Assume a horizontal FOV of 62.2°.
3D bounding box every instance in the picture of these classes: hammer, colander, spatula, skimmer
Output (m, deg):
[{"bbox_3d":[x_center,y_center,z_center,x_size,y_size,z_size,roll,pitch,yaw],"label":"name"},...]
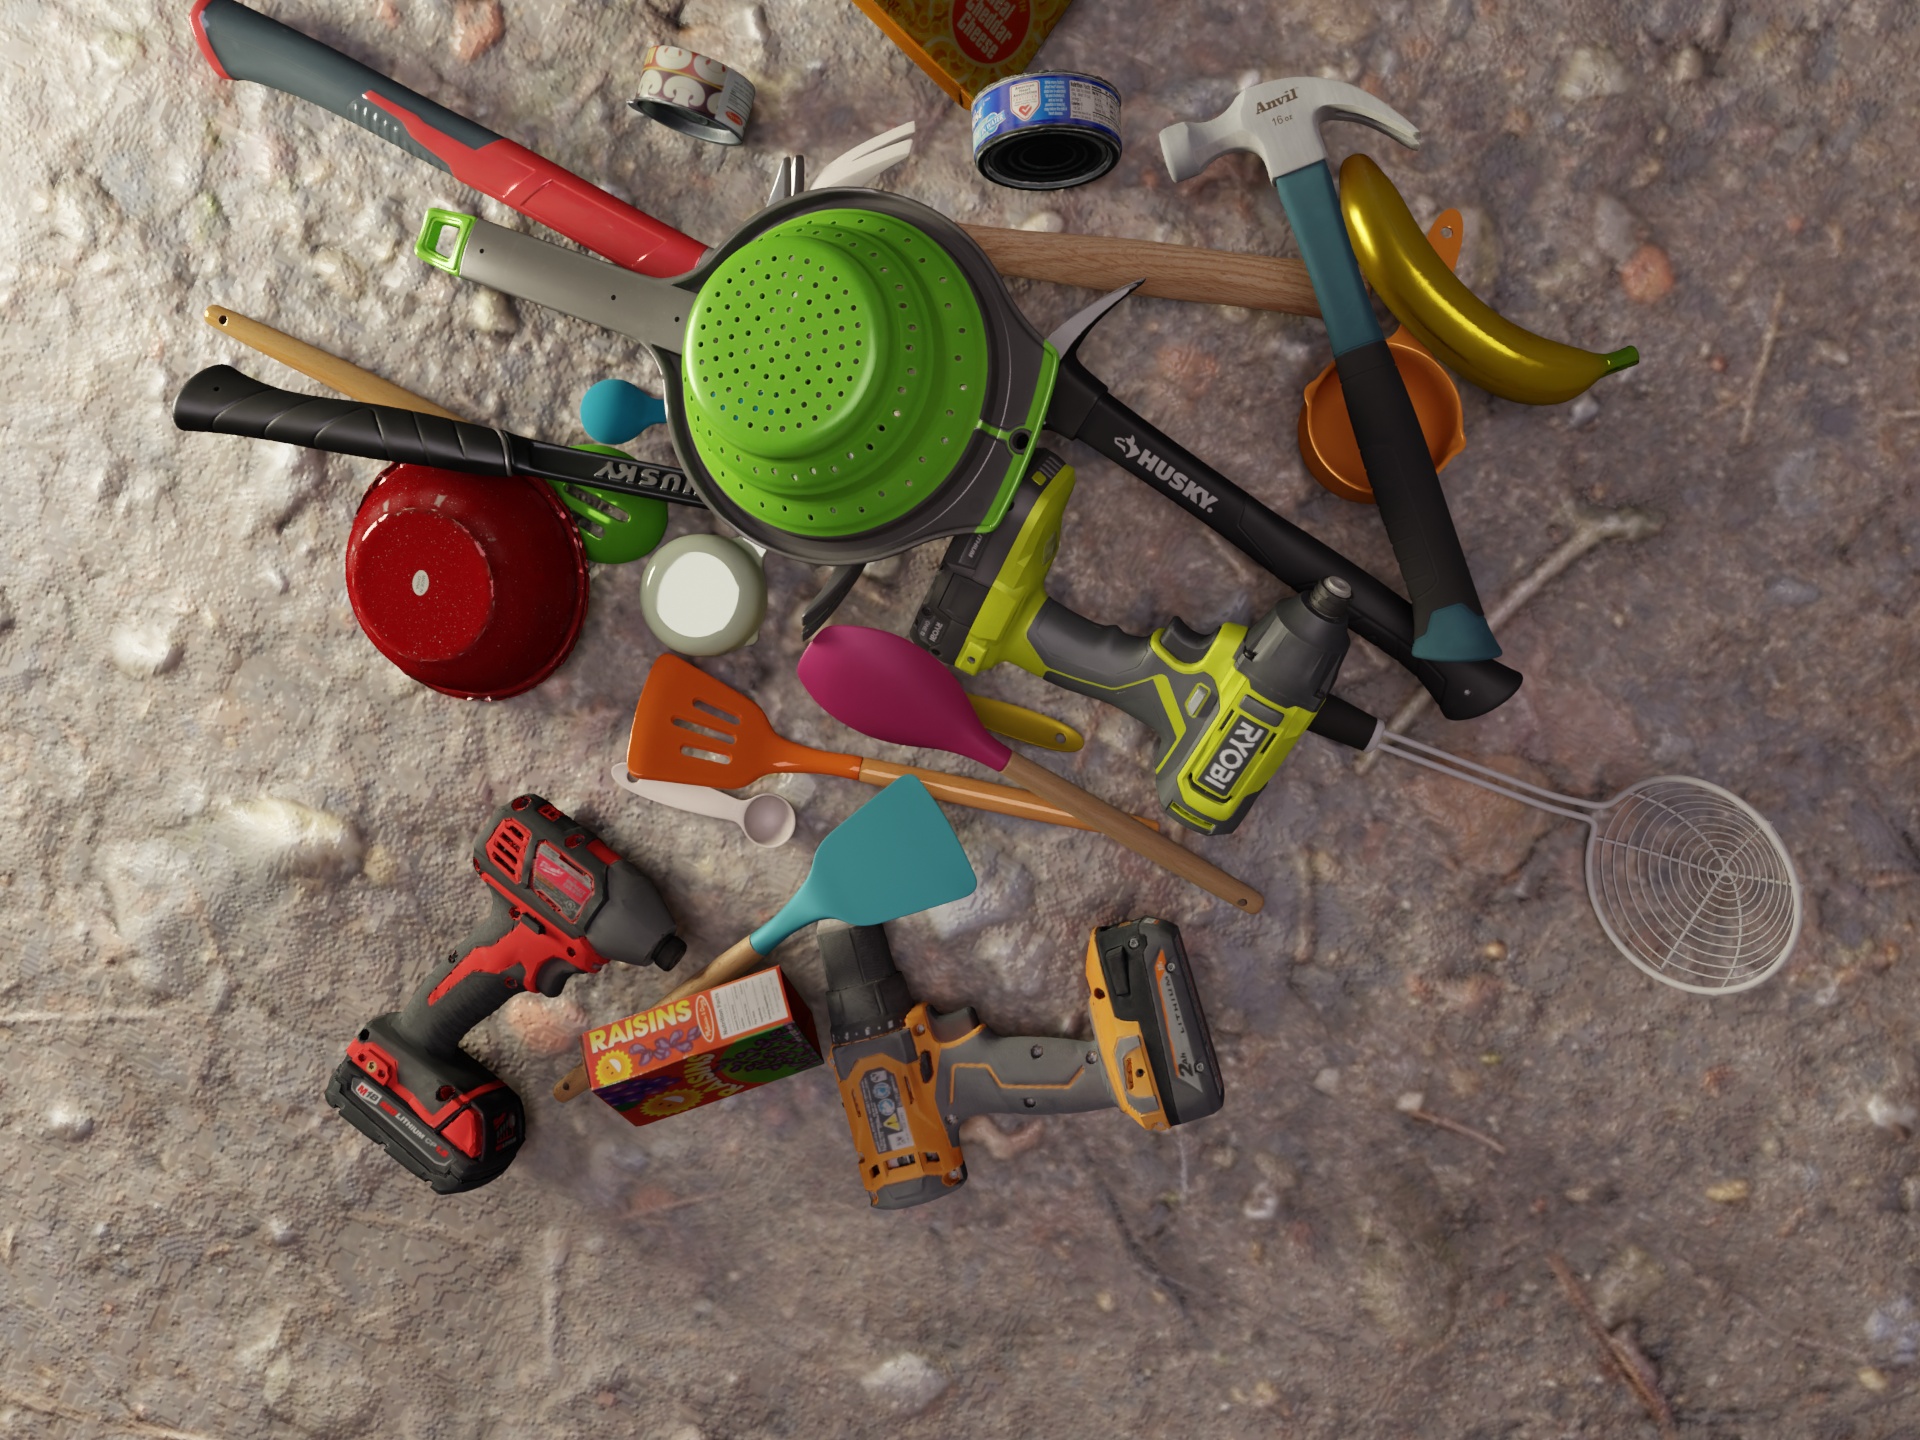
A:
[{"bbox_3d":[-0.278,-0.346,0.937,0.386,0.038,0.143,29,116,4],"label":"hammer"},{"bbox_3d":[-0.149,-0.216,0.850,0.397,0.094,0.204,22,96,16],"label":"colander"},{"bbox_3d":[-0.245,-0.145,0.915,0.409,0.036,0.149,10,64,-1],"label":"hammer"},{"bbox_3d":[0.072,-0.266,0.914,0.331,0.130,0.031,6,53,-3],"label":"hammer"},{"bbox_3d":[-0.037,0.033,0.966,0.322,0.041,0.081,12,71,1],"label":"spatula"},{"bbox_3d":[-0.134,0.150,0.968,0.317,0.044,0.082,-37,73,21],"label":"spatula"},{"bbox_3d":[0.173,-0.111,0.904,0.335,0.035,0.146,36,123,4],"label":"hammer"},{"bbox_3d":[0.295,0.046,0.919,0.363,0.090,0.127,21,127,4],"label":"skimmer"},{"bbox_3d":[0.217,-0.185,0.853,0.128,0.033,0.331,-18,88,15],"label":"hammer"}]

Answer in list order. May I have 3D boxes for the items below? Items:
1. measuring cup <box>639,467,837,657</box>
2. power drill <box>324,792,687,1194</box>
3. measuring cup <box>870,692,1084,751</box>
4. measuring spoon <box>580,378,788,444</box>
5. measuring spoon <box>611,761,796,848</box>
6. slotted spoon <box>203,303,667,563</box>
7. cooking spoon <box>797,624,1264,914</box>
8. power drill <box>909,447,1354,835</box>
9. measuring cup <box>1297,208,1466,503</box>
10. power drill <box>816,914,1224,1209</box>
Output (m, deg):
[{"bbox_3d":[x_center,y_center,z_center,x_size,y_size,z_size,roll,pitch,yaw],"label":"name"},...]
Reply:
[{"bbox_3d":[-0.126,-0.108,0.961,0.083,0.038,0.167,44,96,0],"label":"measuring cup"},{"bbox_3d":[-0.272,0.170,0.974,0.143,0.078,0.219,35,93,9],"label":"power drill"},{"bbox_3d":[-0.002,-0.003,0.967,0.156,0.029,0.062,17,60,-10],"label":"measuring cup"},{"bbox_3d":[-0.168,-0.192,0.962,0.128,0.021,0.042,-2,75,2],"label":"measuring spoon"},{"bbox_3d":[-0.159,0.048,0.993,0.124,0.018,0.034,17,96,9],"label":"measuring spoon"},{"bbox_3d":[-0.325,-0.183,0.976,0.314,0.031,0.070,26,92,3],"label":"slotted spoon"},{"bbox_3d":[0.048,0.036,0.936,0.318,0.017,0.068,30,118,-13],"label":"cooking spoon"},{"bbox_3d":[0.099,-0.053,0.904,0.223,0.080,0.171,30,125,4],"label":"power drill"},{"bbox_3d":[0.253,-0.208,0.923,0.095,0.052,0.173,19,85,2],"label":"measuring cup"},{"bbox_3d":[0.027,0.179,0.957,0.226,0.084,0.185,-17,85,10],"label":"power drill"}]
